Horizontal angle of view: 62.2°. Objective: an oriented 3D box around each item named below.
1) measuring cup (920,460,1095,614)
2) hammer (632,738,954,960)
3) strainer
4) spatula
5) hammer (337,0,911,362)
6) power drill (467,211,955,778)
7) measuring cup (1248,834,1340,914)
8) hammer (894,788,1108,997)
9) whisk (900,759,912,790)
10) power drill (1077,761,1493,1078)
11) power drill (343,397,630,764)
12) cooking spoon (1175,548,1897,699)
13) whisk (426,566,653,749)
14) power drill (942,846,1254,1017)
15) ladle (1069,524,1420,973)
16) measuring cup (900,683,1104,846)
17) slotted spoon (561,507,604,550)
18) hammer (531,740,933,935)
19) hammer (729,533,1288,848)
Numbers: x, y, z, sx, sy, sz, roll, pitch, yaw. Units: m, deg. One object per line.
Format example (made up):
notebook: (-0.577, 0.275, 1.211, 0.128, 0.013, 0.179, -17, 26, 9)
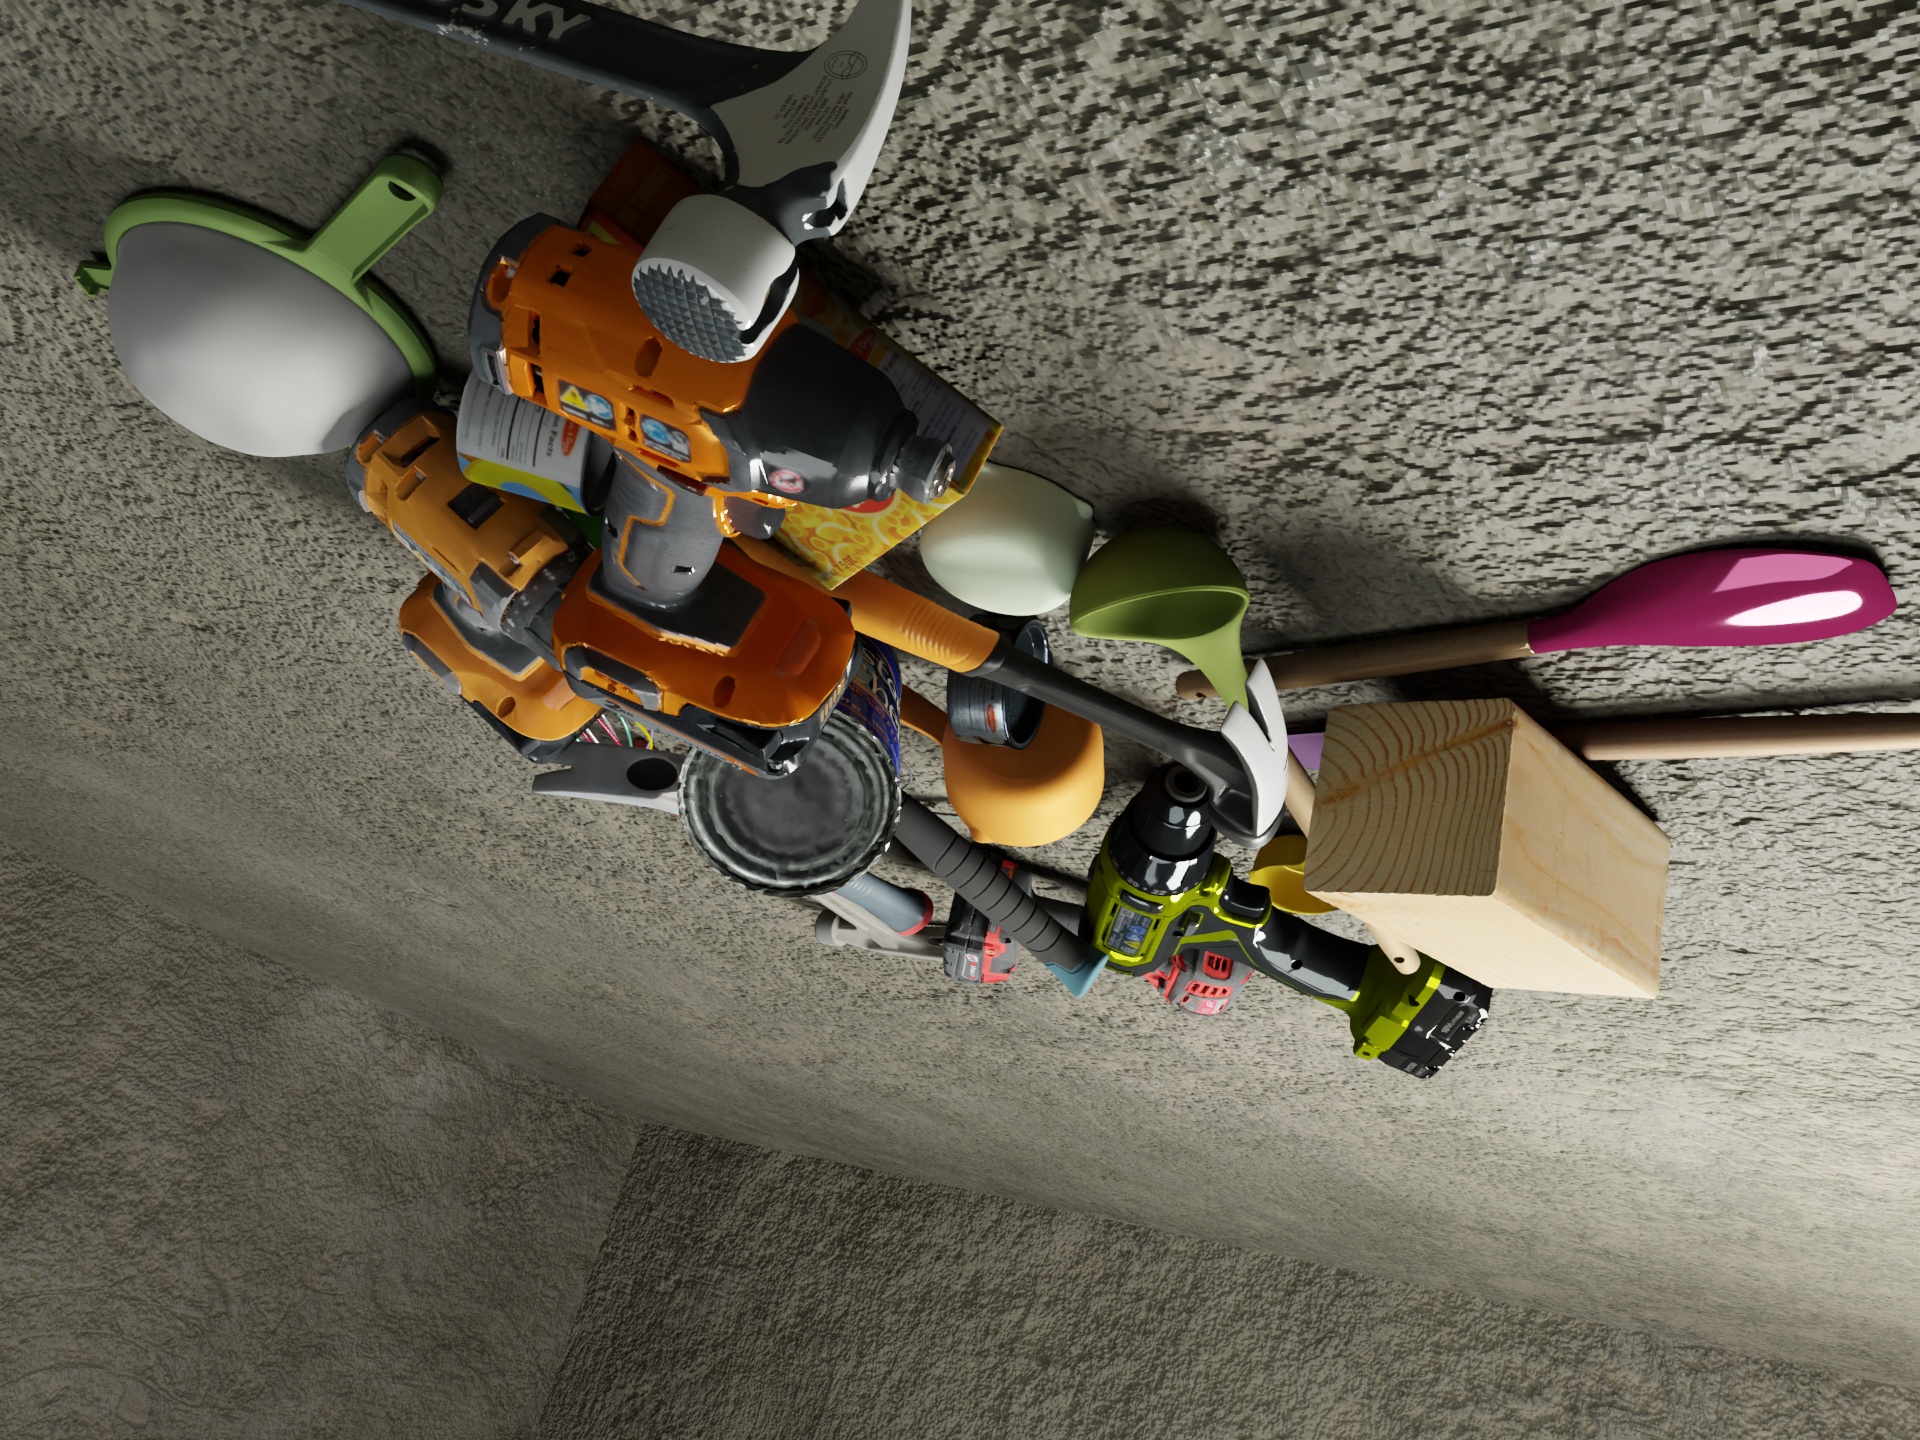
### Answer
measuring cup: (-0.005, -0.097, 0.675, 0.083, 0.038, 0.167, -1, 153, 37)
hammer: (-0.139, 0.111, 1.258, 0.149, 0.037, 0.358, 1, 153, 34)
strainer: (-0.286, -0.166, 0.674, 0.151, 0.069, 0.256, 32, 155, -32)
spatula: (0.290, 0.011, 0.745, 0.316, 0.018, 0.059, -4, 154, 43)
hammer: (-0.203, -0.226, 0.444, 0.409, 0.149, 0.036, 22, 158, 11)
power drill: (-0.086, -0.069, 0.595, 0.164, 0.084, 0.226, 23, 150, 8)
measuring cup: (0.217, 0.067, 0.930, 0.062, 0.029, 0.156, 21, 146, 0)
hammer: (-0.039, 0.051, 0.928, 0.331, 0.033, 0.128, 41, 160, -10)
whisk: (-0.103, 0.053, 1.073, 0.055, 0.055, 0.239, 27, 154, -23)
power drill: (0.186, 0.111, 0.914, 0.228, 0.080, 0.190, 20, 147, 6)
power drill: (-0.215, -0.048, 0.809, 0.185, 0.084, 0.226, 42, 160, 2)
cooking spoon: (0.225, -0.032, 0.689, 0.319, 0.017, 0.068, -8, 147, 44)
whisk: (-0.268, -0.029, 1.017, 0.047, 0.051, 0.244, 12, 155, 26)
power drill: (0.102, 0.167, 1.171, 0.219, 0.079, 0.143, 12, 158, 5)
ladle: (0.150, 0.031, 0.749, 0.078, 0.062, 0.319, -14, 129, 33)
measuring cup: (-0.001, -0.003, 0.862, 0.174, 0.095, 0.052, 30, 156, 17)
slotted spoon: (-0.191, -0.060, 0.904, 0.070, 0.031, 0.313, 53, 165, 11)
hammer: (-0.120, 0.087, 1.052, 0.143, 0.038, 0.386, 5, 164, 22)
hammer: (-0.012, -0.041, 0.713, 0.337, 0.034, 0.127, 24, 161, 22)
